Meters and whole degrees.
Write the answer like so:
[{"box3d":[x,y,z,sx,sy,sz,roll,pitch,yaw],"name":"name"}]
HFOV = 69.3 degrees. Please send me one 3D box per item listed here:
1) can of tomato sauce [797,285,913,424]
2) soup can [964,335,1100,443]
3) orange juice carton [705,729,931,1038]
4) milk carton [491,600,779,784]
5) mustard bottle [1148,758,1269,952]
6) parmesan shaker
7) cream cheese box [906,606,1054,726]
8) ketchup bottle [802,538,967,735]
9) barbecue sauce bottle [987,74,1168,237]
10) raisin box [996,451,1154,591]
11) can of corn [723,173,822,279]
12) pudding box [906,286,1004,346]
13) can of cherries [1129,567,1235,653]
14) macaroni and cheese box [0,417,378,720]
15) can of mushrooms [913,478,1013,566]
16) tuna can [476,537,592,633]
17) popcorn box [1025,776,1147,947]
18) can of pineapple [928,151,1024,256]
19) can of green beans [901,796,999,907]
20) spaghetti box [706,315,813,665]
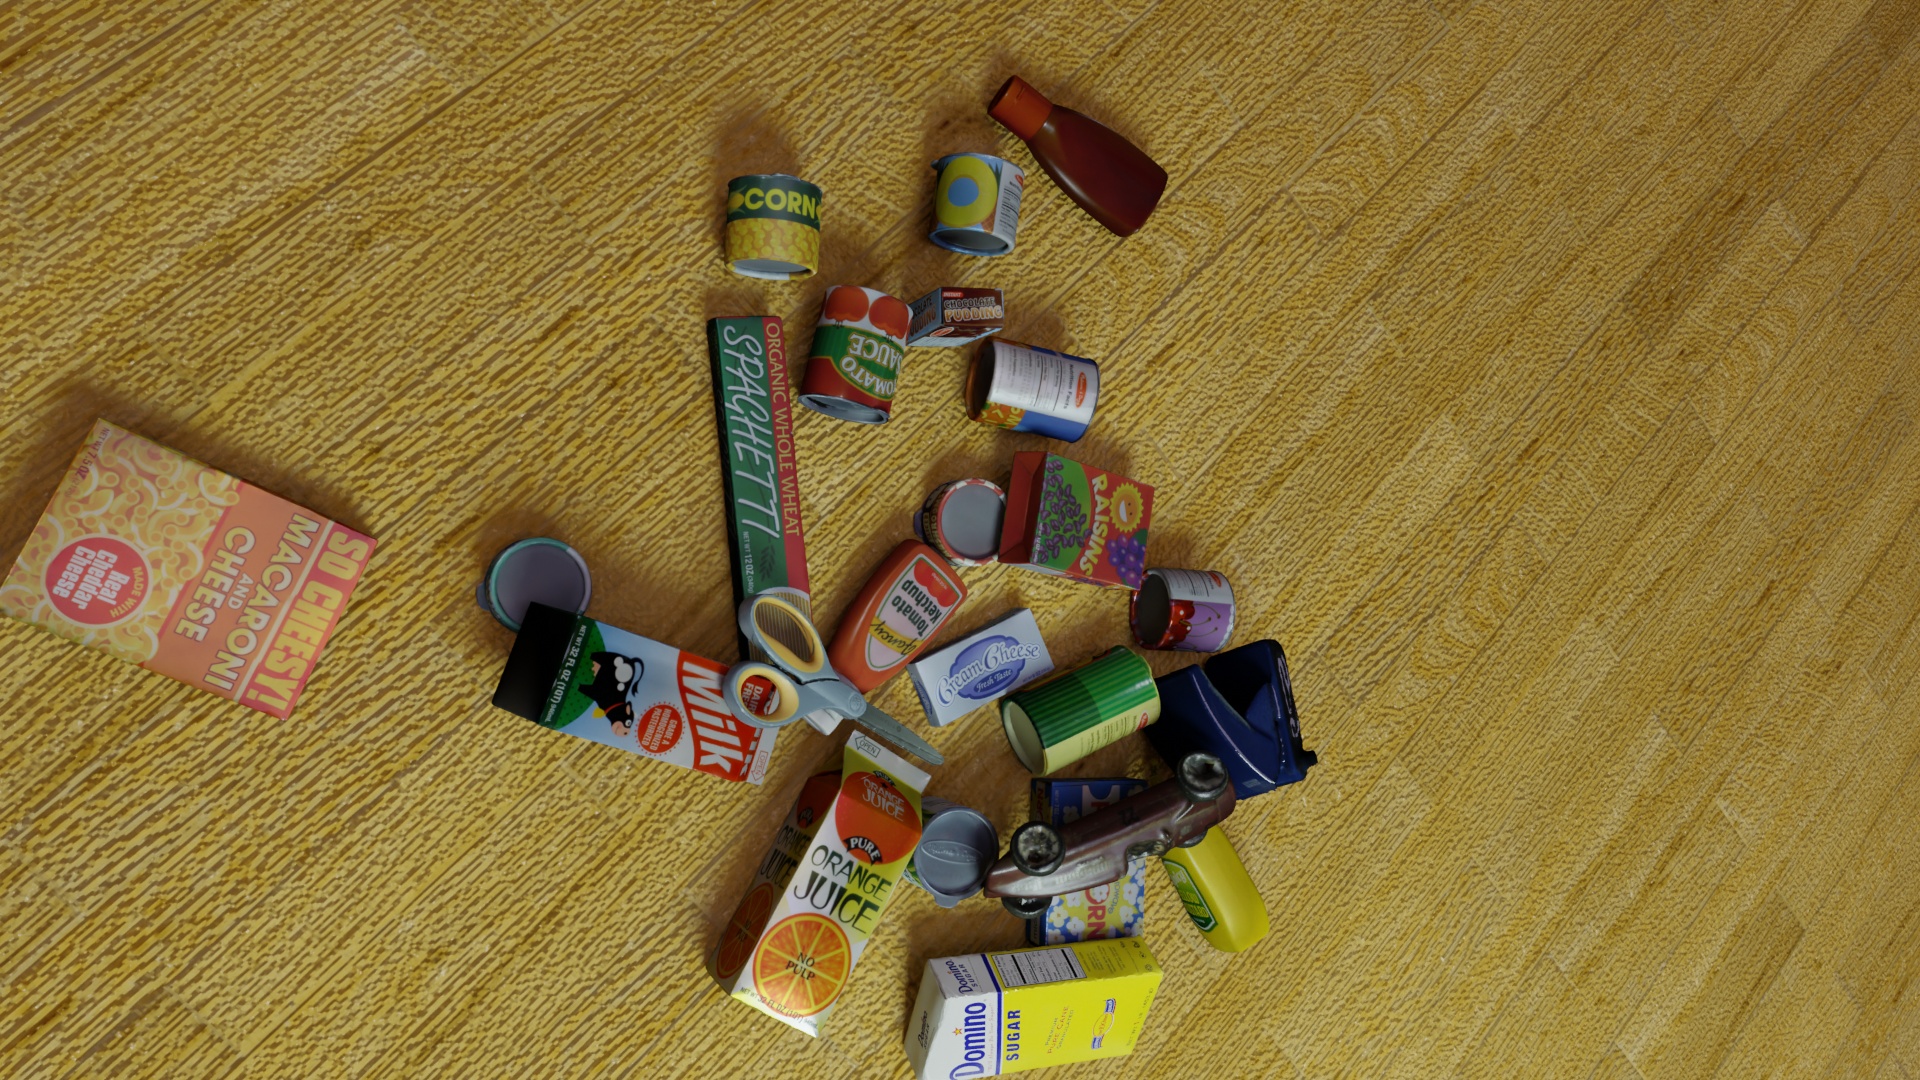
[{"box3d":[-0.073,-0.132,0.990,0.071,0.071,0.083,16,81,-22],"name":"can of tomato sauce"},{"box3d":[0.052,-0.113,1.046,0.084,0.071,0.071,11,84,-18],"name":"soup can"},{"box3d":[-0.092,0.232,0.963,0.072,0.073,0.193,33,75,-19],"name":"orange juice carton"},{"box3d":[-0.195,0.105,0.909,0.190,0.073,0.072,25,78,-39],"name":"milk carton"},{"box3d":[0.183,0.244,1.091,0.049,0.065,0.160,-29,92,-21],"name":"mustard bottle"},{"box3d":[0.090,0.127,1.049,0.103,0.071,0.071,-22,96,-22],"name":"parmesan shaker"},{"box3d":[0.015,0.094,1.042,0.104,0.024,0.053,-25,95,-23],"name":"cream cheese box"},{"box3d":[-0.062,0.072,1.000,0.149,0.043,0.064,-50,116,-17],"name":"ketchup bottle"},{"box3d":[0.090,-0.303,1.084,0.148,0.043,0.065,33,76,-18],"name":"barbecue sauce bottle"},{"box3d":[0.089,-0.013,1.053,0.123,0.040,0.086,14,81,-40],"name":"raisin box"},{"box3d":[-0.130,-0.218,0.968,0.071,0.071,0.058,4,87,-23],"name":"can of corn"},{"box3d":[-0.007,-0.162,1.012,0.050,0.083,0.030,-2,89,-23],"name":"pudding box"},{"box3d":[0.173,0.057,1.092,0.058,0.071,0.071,4,86,-23],"name":"can of cherries"},{"box3d":[-0.457,0.019,0.831,0.166,0.040,0.124,27,77,-20],"name":"macaroni and cheese box"},{"box3d":[0.004,-0.013,1.038,0.071,0.033,0.071,1,88,-24],"name":"can of mushrooms"},{"box3d":[-0.280,0.031,0.912,0.071,0.033,0.071,1,87,-24],"name":"tuna can"},{"box3d":[0.097,0.246,1.064,0.085,0.038,0.126,4,87,-22],"name":"popcorn box"},{"box3d":[0.010,-0.249,1.035,0.071,0.071,0.058,10,84,-23],"name":"can of pineapple"},{"box3d":[-0.014,0.222,1.006,0.071,0.057,0.071,1,87,-24],"name":"can of green beans"},{"box3d":[-0.141,-0.035,0.978,0.050,0.028,0.250,-6,90,-25],"name":"spaghetti box"}]
